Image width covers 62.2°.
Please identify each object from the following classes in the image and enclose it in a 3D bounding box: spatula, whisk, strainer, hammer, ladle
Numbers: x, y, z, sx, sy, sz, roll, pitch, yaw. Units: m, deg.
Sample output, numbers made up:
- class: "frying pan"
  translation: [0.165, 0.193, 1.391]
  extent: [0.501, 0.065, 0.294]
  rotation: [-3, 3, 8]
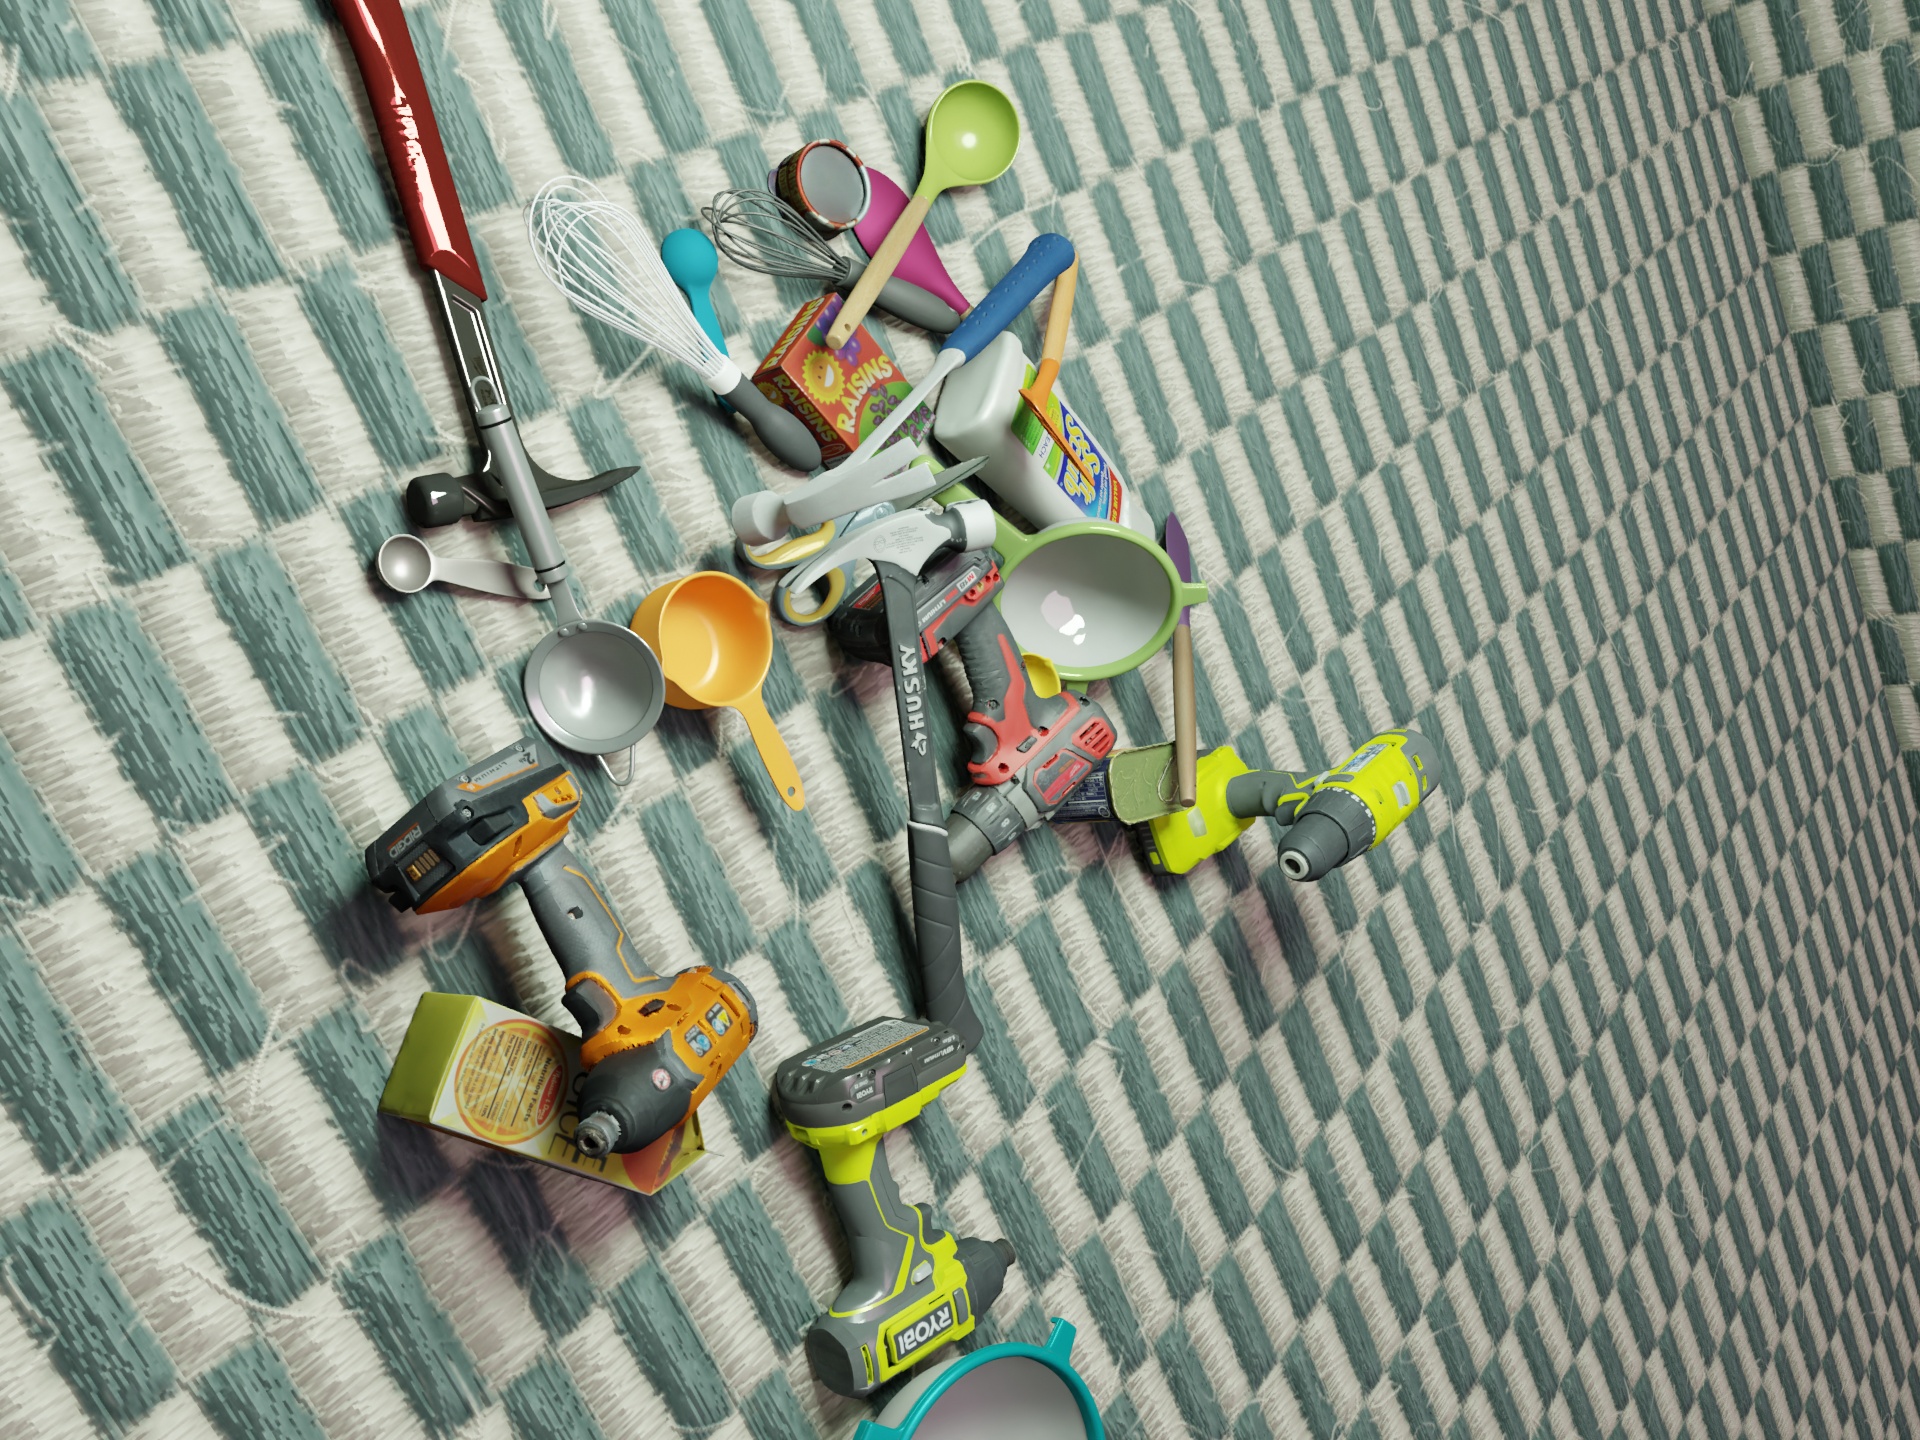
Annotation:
- class: "spatula"
  translation: [0.184, -0.058, 1.321]
  extent: [0.059, 0.018, 0.316]
  rotation: [53, 31, -42]
- class: "whisk"
  translation: [-0.087, -0.326, 1.155]
  extent: [0.238, 0.055, 0.055]
  rotation: [13, 77, -44]
- class: "strainer"
  translation: [0.006, 0.594, 1.103]
  extent: [0.211, 0.095, 0.340]
  rotation: [-11, 95, -40]
- class: "spatula"
  translation: [0.080, -0.290, 1.233]
  extent: [0.081, 0.041, 0.323]
  rotation: [49, 33, -30]
- class: "hammer"
  translation: [-0.029, 0.058, 1.105]
  extent: [0.149, 0.036, 0.408]
  rotation: [-15, 111, -23]
- class: "strainer"
  translation: [-0.242, -0.083, 0.962]
  extent: [0.050, 0.087, 0.258]
  rotation: [-99, 174, -68]
- class: "ladle"
  translation: [-0.029, -0.372, 1.168]
  extent: [0.078, 0.062, 0.320]
  rotation: [46, 45, -26]
- class: "strainer"
  translation: [0.059, -0.136, 1.237]
  extent: [0.256, 0.151, 0.069]
  rotation: [36, 31, -25]
- class: "hammer"
  translation: [-0.007, -0.252, 1.127]
  extent: [0.035, 0.144, 0.406]
  rotation: [60, 42, -25]
- class: "whisk"
  translation: [-0.176, -0.246, 1.035]
  extent: [0.284, 0.070, 0.070]
  rotation: [40, 59, -48]
- class: "hammer"
  translation: [-0.306, -0.300, 0.955]
  extent: [0.149, 0.037, 0.359]
  rotation: [-22, 100, -42]

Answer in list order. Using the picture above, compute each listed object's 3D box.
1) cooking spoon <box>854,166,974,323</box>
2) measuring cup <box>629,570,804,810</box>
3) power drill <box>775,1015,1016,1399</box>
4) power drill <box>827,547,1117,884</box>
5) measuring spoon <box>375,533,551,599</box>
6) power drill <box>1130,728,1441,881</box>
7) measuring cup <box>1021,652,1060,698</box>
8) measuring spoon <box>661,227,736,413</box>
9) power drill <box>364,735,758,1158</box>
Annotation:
- class: "cooking spoon"
  translation: [0.018, -0.309, 1.269]
  extent: [0.318, 0.017, 0.069]
  rotation: [45, 57, -29]
- class: "measuring cup"
  translation: [-0.156, -0.014, 1.052]
  extent: [0.095, 0.052, 0.173]
  rotation: [-39, 113, -38]
- class: "power drill"
  translation: [-0.040, 0.328, 1.105]
  extent: [0.171, 0.080, 0.223]
  rotation: [-17, 101, -42]
- class: "power drill"
  translation: [-0.002, -0.004, 1.165]
  extent: [0.188, 0.080, 0.226]
  rotation: [-43, 116, -17]
- class: "measuring spoon"
  translation: [-0.297, -0.087, 0.958]
  extent: [0.124, 0.018, 0.034]
  rotation: [7, 81, -49]
- class: "power drill"
  translation: [0.252, 0.076, 1.296]
  extent: [0.190, 0.228, 0.080]
  rotation: [-32, 107, -40]
- class: "measuring cup"
  translation: [0.013, -0.055, 1.236]
  extent: [0.156, 0.029, 0.062]
  rotation: [42, 68, -17]
- class: "measuring spoon"
  translation: [-0.169, -0.275, 1.088]
  extent: [0.042, 0.021, 0.128]
  rotation: [-23, 100, -42]
- class: "power drill"
  translation: [-0.219, 0.131, 0.881]
  extent: [0.226, 0.084, 0.164]
  rotation: [51, 21, -4]
